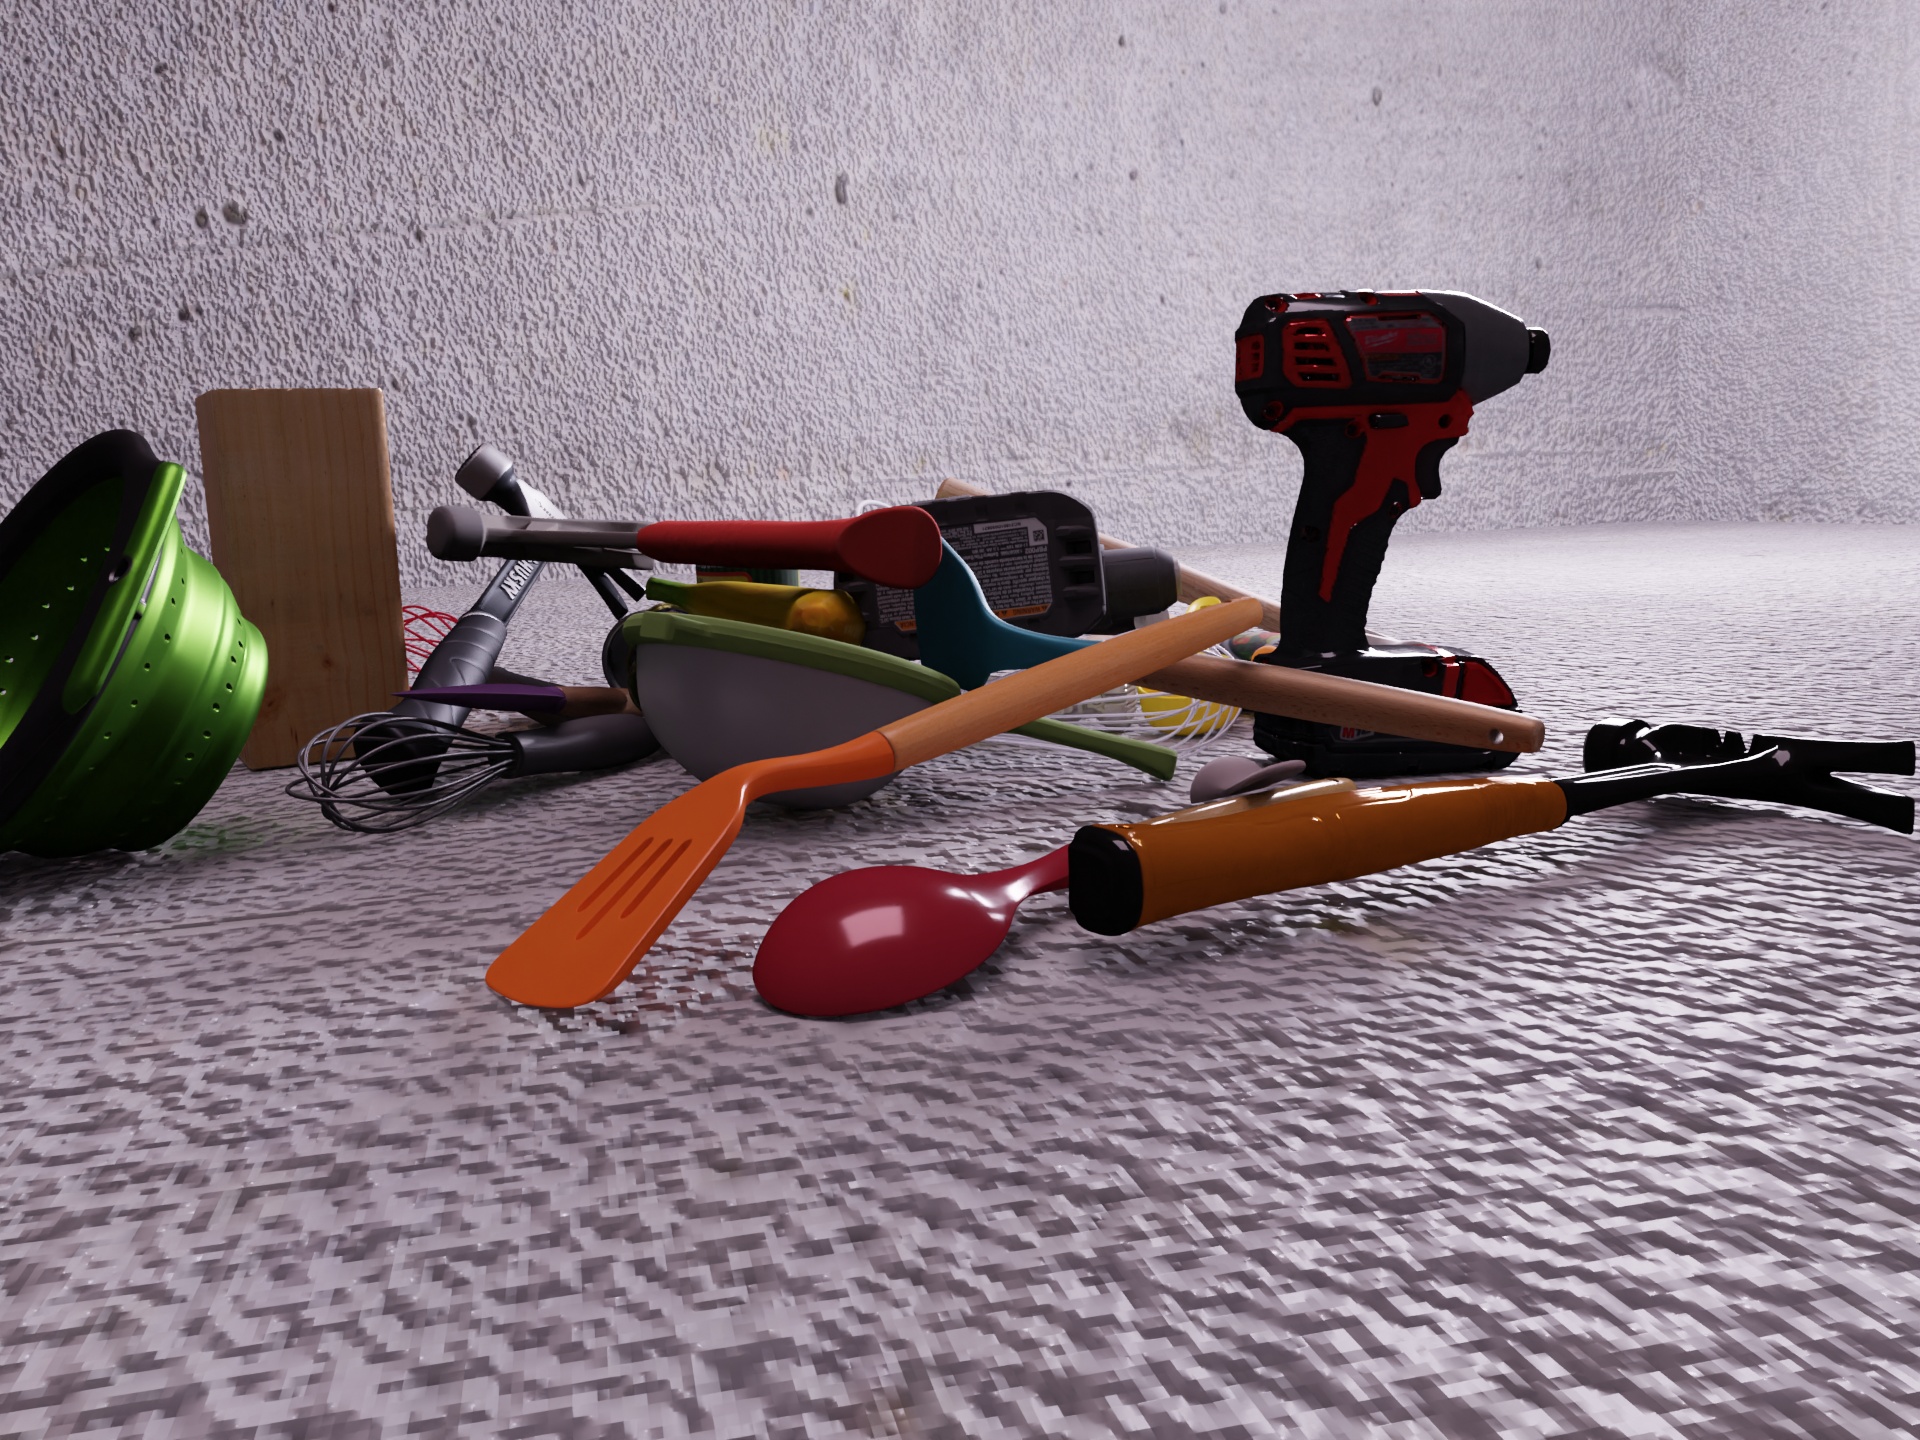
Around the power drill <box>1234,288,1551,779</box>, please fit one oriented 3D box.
[{"bbox_3d":[0.203,-0.089,0.741,0.143,0.219,0.078,-3,9,-6],"label":"power drill"}]

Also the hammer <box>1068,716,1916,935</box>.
[{"bbox_3d":[0.181,0.033,0.542,0.336,0.034,0.127,-6,8,-33],"label":"hammer"}]

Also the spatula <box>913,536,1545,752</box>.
[{"bbox_3d":[0.087,-0.027,0.661,0.318,0.082,0.044,13,27,37],"label":"spatula"}]

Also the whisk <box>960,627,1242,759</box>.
[{"bbox_3d":[-0.001,-0.004,0.795,0.284,0.070,0.070,-6,8,8],"label":"whisk"}]

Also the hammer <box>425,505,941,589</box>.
[{"bbox_3d":[-0.134,-0.093,0.835,0.149,0.036,0.359,-2,7,-43],"label":"hammer"}]

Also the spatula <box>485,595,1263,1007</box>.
[{"bbox_3d":[-0.005,0.012,0.533,0.322,0.041,0.081,-21,10,-35],"label":"spatula"}]

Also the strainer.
[{"bbox_3d":[-0.029,0.015,0.706,0.256,0.069,0.151,14,-6,-11],"label":"strainer"}]

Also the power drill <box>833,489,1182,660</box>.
[{"bbox_3d":[0.030,-0.075,0.894,0.190,0.080,0.228,-6,0,7],"label":"power drill"}]

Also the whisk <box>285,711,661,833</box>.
[{"bbox_3d":[-0.219,0.018,0.761,0.055,0.055,0.239,2,5,26],"label":"whisk"}]

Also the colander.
[{"bbox_3d":[-0.424,0.006,0.710,0.397,0.205,0.094,-15,-35,35],"label":"colander"}]

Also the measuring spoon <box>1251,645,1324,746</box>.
[{"bbox_3d":[0.175,-0.015,0.847,0.021,0.011,0.117,-24,25,6],"label":"measuring spoon"}]

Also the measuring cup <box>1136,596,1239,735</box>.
[{"bbox_3d":[0.137,-0.033,0.911,0.062,0.029,0.157,-5,23,16],"label":"measuring cup"}]

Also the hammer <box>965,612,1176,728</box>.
[{"bbox_3d":[0.079,-0.041,1.082,0.146,0.038,0.410,-1,8,17],"label":"hammer"}]

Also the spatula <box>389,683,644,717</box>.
[{"bbox_3d":[-0.208,-0.011,0.863,0.060,0.018,0.316,-1,0,8],"label":"spatula"}]

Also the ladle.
[{"bbox_3d":[0.056,0.047,0.548,0.069,0.031,0.315,13,15,40],"label":"ladle"}]

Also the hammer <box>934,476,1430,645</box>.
[{"bbox_3d":[0.141,-0.090,1.027,0.331,0.031,0.130,21,6,6],"label":"hammer"}]

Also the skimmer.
[{"bbox_3d":[0.035,-0.109,1.143,0.127,0.090,0.363,33,-12,-32],"label":"skimmer"}]

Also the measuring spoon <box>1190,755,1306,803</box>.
[{"bbox_3d":[0.114,0.018,0.628,0.034,0.018,0.124,-13,-6,-4],"label":"measuring spoon"}]

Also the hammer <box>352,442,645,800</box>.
[{"bbox_3d":[-0.275,-0.056,0.940,0.036,0.149,0.409,-44,19,15],"label":"hammer"}]

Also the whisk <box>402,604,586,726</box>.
[{"bbox_3d":[-0.316,-0.027,1.043,0.073,0.073,0.296,-11,19,-43],"label":"whisk"}]
